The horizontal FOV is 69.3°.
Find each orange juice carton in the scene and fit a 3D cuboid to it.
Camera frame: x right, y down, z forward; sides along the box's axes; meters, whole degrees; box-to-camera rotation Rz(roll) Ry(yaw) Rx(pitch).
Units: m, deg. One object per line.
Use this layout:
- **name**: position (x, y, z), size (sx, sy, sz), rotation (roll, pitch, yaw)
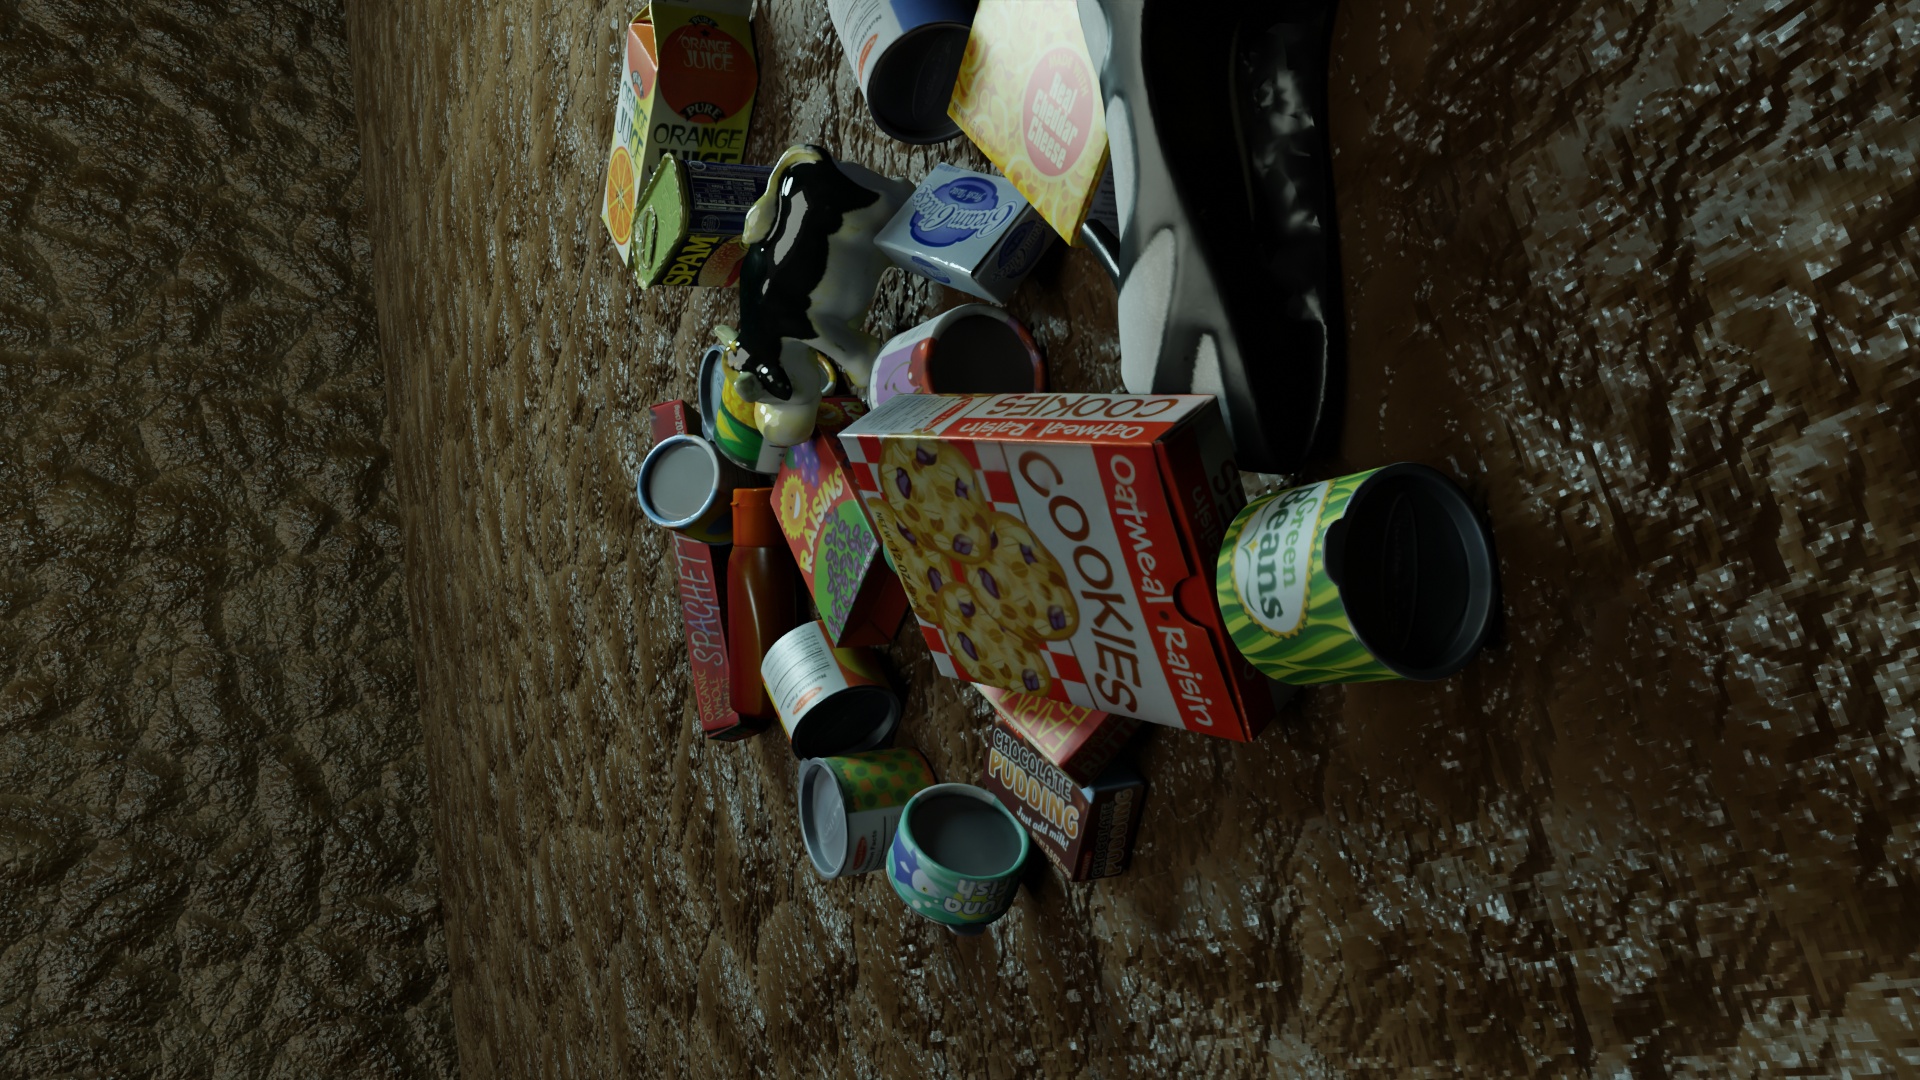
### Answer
- **orange juice carton**: position (-0.194, -0.289, 0.965), size (0.073, 0.072, 0.191), rotation (57, 140, 40)

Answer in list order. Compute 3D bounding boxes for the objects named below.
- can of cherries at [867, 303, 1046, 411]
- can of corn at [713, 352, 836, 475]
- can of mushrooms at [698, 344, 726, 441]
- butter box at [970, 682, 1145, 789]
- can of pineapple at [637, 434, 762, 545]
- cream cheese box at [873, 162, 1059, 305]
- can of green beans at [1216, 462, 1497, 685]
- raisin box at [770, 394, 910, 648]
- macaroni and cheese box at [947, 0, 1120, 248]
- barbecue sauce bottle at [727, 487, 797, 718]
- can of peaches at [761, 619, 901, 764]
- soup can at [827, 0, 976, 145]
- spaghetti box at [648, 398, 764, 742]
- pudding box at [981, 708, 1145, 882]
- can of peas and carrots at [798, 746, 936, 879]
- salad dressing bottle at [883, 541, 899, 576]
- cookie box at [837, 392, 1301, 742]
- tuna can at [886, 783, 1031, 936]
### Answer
- **can of cherries**: position (0.000, -0.071, 0.654), size (0.058, 0.071, 0.071), rotation (-11, 83, 59)
- **can of corn**: position (-0.115, -0.084, 0.848), size (0.071, 0.071, 0.058), rotation (59, 142, 39)
- **can of mushrooms**: position (-0.155, -0.099, 0.954), size (0.071, 0.033, 0.071), rotation (11, 103, 59)
- **butter box**: position (0.039, 0.060, 0.612), size (0.053, 0.024, 0.104), rotation (-48, 38, -2)
- **can of pineapple**: position (-0.179, -0.033, 0.948), size (0.071, 0.058, 0.071), rotation (-5, 76, 21)
- **cream cheese box**: position (0.003, -0.146, 0.654), size (0.053, 0.024, 0.104), rotation (-51, 35, -3)
- **can of green beans**: position (0.124, 0.012, 0.440), size (0.057, 0.071, 0.071), rotation (-15, 80, 60)
- **raisin box**: position (-0.064, -0.013, 0.798), size (0.124, 0.040, 0.085), rotation (61, 141, 36)
- **macaroni and cheese box**: position (0.057, -0.221, 0.560), size (0.124, 0.040, 0.165), rotation (56, 139, 40)
- **barbecue sauce bottle**: position (-0.131, 0.039, 0.917), size (0.065, 0.044, 0.148), rotation (6, 97, 62)
- **can of peaches**: position (-0.074, 0.088, 0.802), size (0.058, 0.071, 0.071), rotation (57, 139, 41)
- **soup can**: position (-0.021, -0.242, 0.670), size (0.071, 0.071, 0.084), rotation (-62, 38, 43)
- **spaghetti box**: position (-0.183, 0.020, 0.999), size (0.050, 0.028, 0.250), rotation (47, -152, -71)
- **pudding box**: position (0.045, 0.109, 0.627), size (0.084, 0.030, 0.049), rotation (42, 127, 51)
- **can of peas and carrots**: position (-0.052, 0.149, 0.773), size (0.071, 0.059, 0.071), rotation (9, 101, 60)
- **salad dressing bottle**: position (0.002, -0.008, 0.666), size (0.044, 0.064, 0.147), rotation (-61, 14, -20)
- **cookie box**: position (0.038, 0.006, 0.535), size (0.167, 0.040, 0.122), rotation (6, 126, 47)
- **tuna can**: position (0.000, 0.153, 0.673), size (0.071, 0.071, 0.032), rotation (54, 137, 43)
